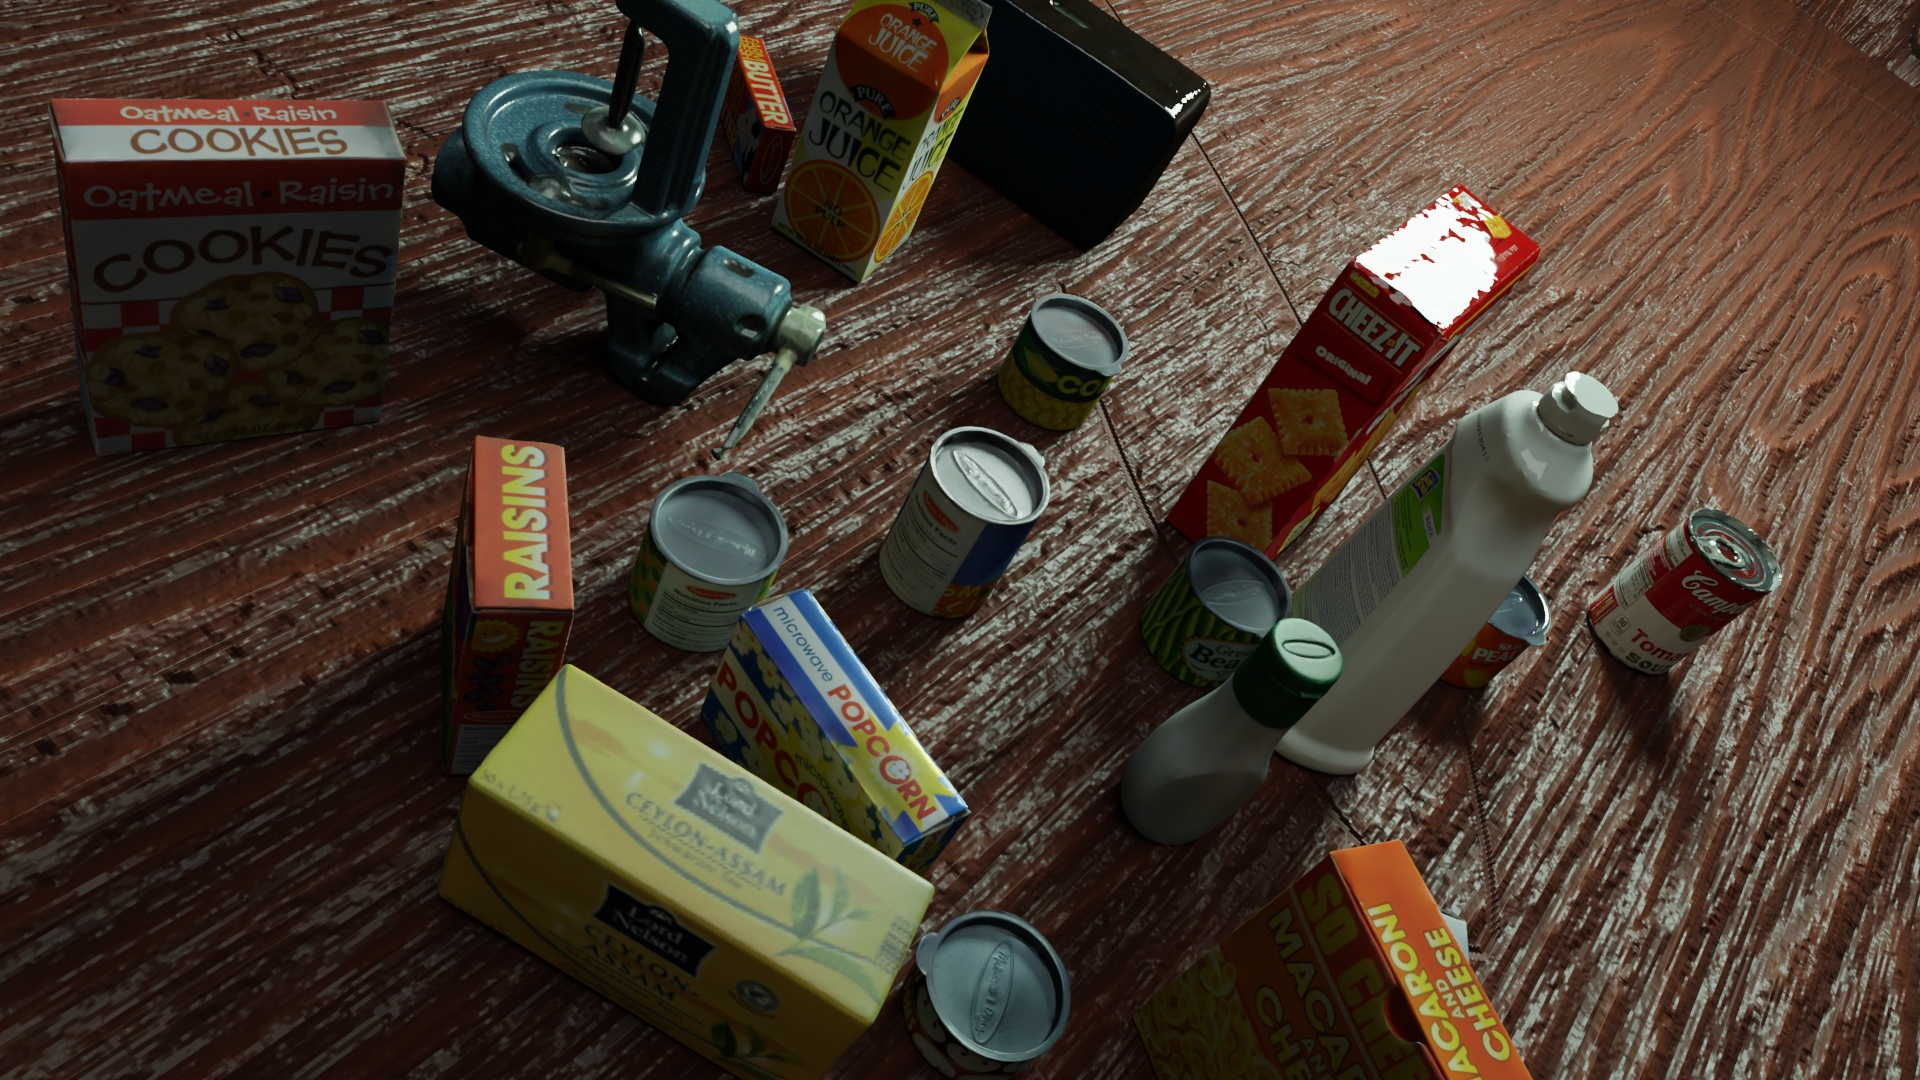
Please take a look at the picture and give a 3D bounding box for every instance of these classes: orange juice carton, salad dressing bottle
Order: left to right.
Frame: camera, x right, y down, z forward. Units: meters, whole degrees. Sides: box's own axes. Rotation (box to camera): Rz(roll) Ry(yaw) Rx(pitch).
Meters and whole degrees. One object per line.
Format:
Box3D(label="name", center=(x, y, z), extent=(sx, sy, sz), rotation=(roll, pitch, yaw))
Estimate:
Box3D(label="orange juice carton", center=(-0.046, -0.261, 0.853), extent=(0.072, 0.191, 0.073), rotation=(33, 45, 3))
Box3D(label="salad dressing bottle", center=(0.128, 0.093, 0.663), extent=(0.064, 0.146, 0.044), rotation=(7, 49, -22))

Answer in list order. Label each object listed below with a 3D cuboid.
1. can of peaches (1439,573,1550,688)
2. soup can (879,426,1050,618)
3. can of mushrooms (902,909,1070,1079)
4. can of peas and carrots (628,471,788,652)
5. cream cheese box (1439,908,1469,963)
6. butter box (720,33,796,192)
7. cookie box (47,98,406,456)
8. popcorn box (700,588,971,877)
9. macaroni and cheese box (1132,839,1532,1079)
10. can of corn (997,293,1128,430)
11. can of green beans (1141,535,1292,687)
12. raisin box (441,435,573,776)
Box3D(label="can of peaches", center=(0.320, 0.052, 0.861), extent=(0.071, 0.057, 0.071), rotation=(14, 47, -16))
Box3D(label="soup can", center=(0.003, -0.009, 0.734), extent=(0.071, 0.083, 0.072), rotation=(14, 47, -16))
Box3D(label="can of mushrooms", center=(0.009, 0.194, 0.595), extent=(0.071, 0.033, 0.071), rotation=(14, 47, -16))
Box3D(label="can of peas and carrots", center=(-0.122, 0.010, 0.672), extent=(0.071, 0.058, 0.071), rotation=(14, 47, -16))
Box3D(label="cream cheese box", center=(0.217, 0.231, 0.654), extent=(0.024, 0.053, 0.104), rotation=(23, 45, -8))
Box3D(label="butter box", center=(-0.138, -0.286, 0.927), extent=(0.024, 0.052, 0.104), rotation=(-1, 52, -28))
Box3D(label="cookie box", center=(-0.315, -0.113, 0.604), extent=(0.123, 0.166, 0.040), rotation=(-12, 58, -34))
Box3D(label="popcorn box", center=(-0.059, 0.095, 0.610), extent=(0.038, 0.084, 0.127), rotation=(-22, 64, -39))
Box3D(label="macaroni and cheese box", center=(0.143, 0.213, 0.552), extent=(0.040, 0.165, 0.124), rotation=(-3, 54, -29))
Box3D(label="can of corn", center=(0.065, -0.109, 0.872), extent=(0.071, 0.058, 0.071), rotation=(14, 47, -16))
Box3D(label="can of green beans", center=(0.143, 0.041, 0.780), extent=(0.071, 0.057, 0.071), rotation=(14, 47, -16))
Box3D(label="raisin box", center=(-0.190, 0.030, 0.574), extent=(0.040, 0.122, 0.086), rotation=(4, 50, -24))
